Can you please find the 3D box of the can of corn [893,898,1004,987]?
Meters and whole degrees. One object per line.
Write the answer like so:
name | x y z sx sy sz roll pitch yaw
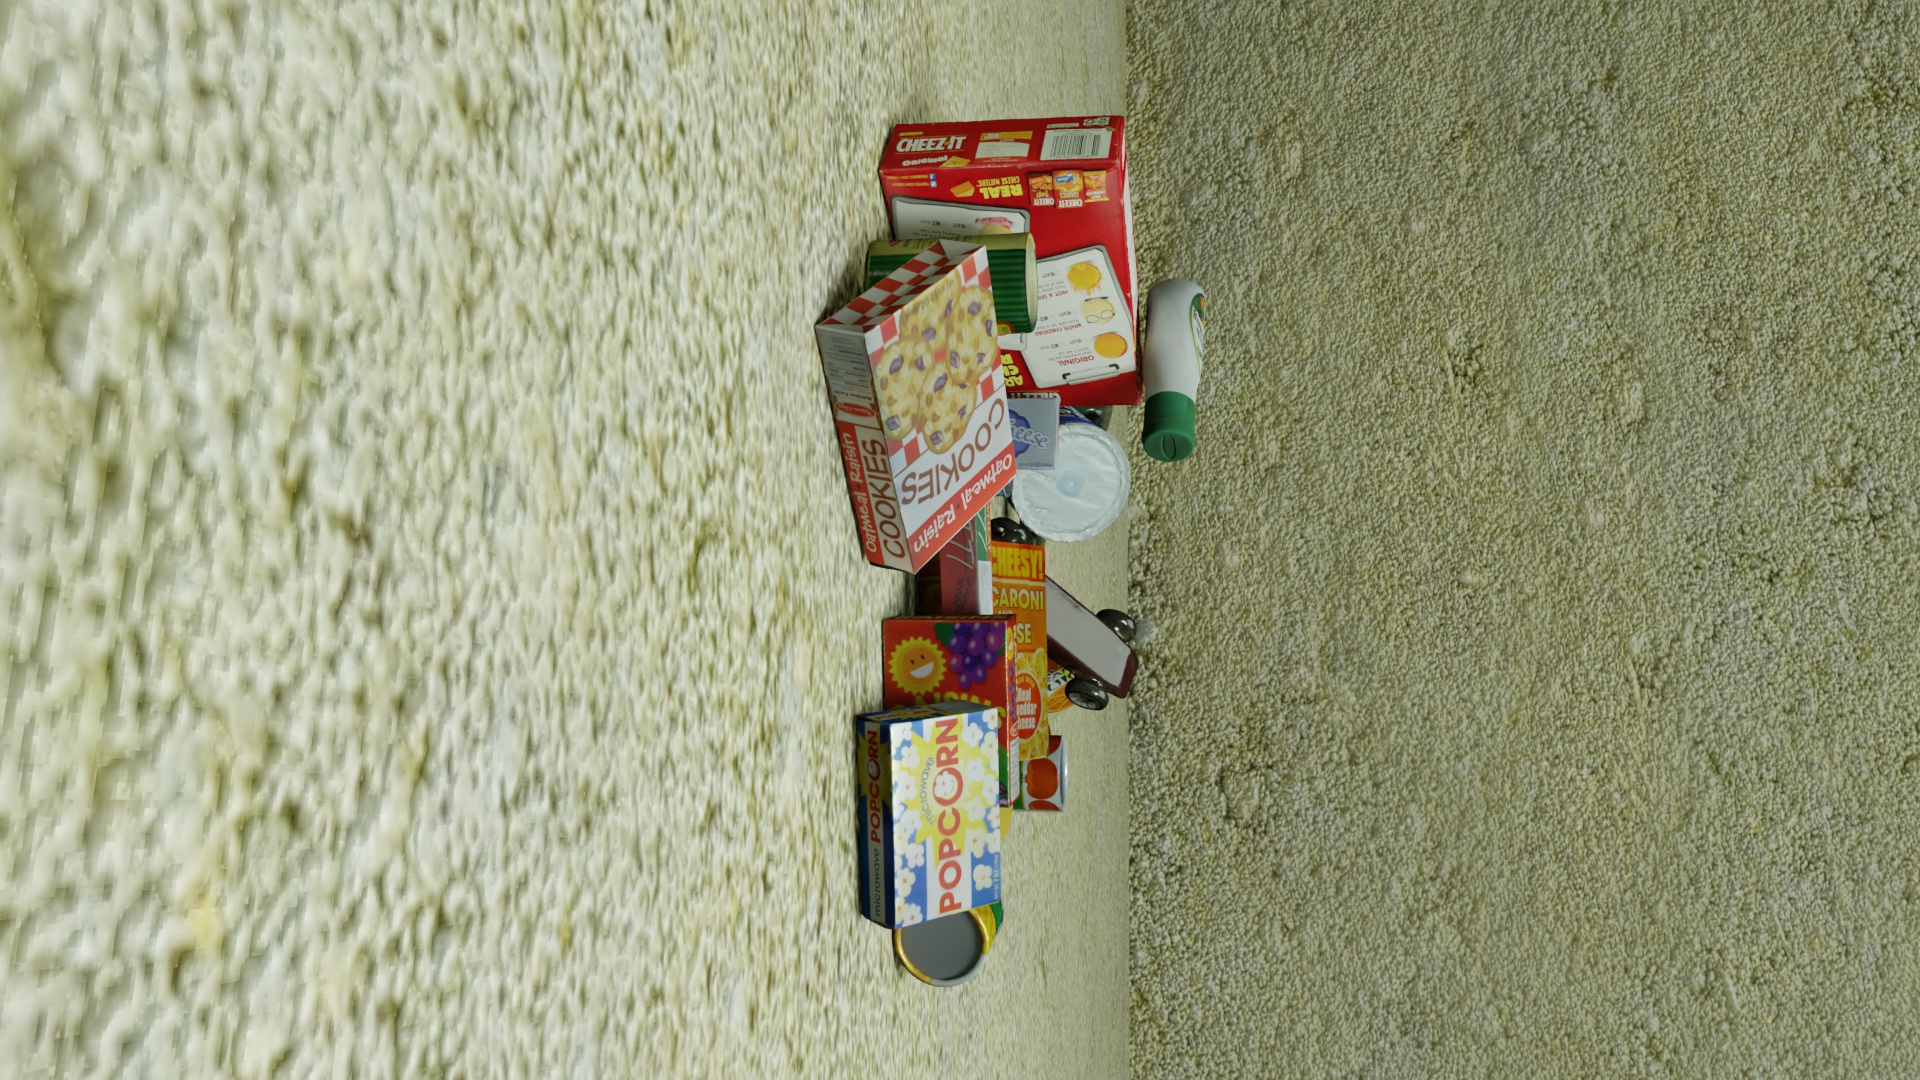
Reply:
can of corn | -0.009 0.260 0.946 0.058 0.071 0.071 -30 119 -77

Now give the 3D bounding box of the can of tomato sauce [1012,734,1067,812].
can of tomato sauce | 0.047 0.197 1.187 0.071 0.083 0.071 -3 92 -79

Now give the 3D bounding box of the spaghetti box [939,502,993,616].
spaghetti box | 0.003 -0.012 0.973 0.050 0.029 0.250 13 74 -77

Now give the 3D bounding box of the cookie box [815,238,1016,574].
cookie box | -0.022 -0.081 0.852 0.123 0.040 0.166 -44 137 -40

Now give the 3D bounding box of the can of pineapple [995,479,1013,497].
can of pineapple | 0.008 -0.067 1.079 0.071 0.058 0.071 -3 92 -79

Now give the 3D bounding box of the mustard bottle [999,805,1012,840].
mustard bottle | -0.012 0.199 0.952 0.160 0.065 0.048 -21 115 -68

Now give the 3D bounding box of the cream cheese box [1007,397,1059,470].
cream cheese box | 0.021 -0.078 1.029 0.024 0.104 0.053 15 75 -83

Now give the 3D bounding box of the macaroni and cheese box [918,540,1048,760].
macaroni and cheese box | 0.018 0.085 1.056 0.124 0.040 0.166 7 81 -54

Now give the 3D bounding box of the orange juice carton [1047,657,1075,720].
orange juice carton | 0.078 0.099 1.301 0.072 0.073 0.192 59 1 26

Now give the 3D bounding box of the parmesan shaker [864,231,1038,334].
parmesan shaker | -0.004 -0.165 0.907 0.071 0.103 0.071 -3 92 -79

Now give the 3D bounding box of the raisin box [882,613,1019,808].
raisin box | -0.005 0.112 0.922 0.040 0.086 0.123 -7 96 -77

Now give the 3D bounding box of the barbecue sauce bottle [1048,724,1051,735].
barbecue sauce bottle | 0.057 0.206 1.342 0.148 0.044 0.065 -9 99 -78

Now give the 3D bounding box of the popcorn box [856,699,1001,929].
popcorn box | -0.019 0.167 0.860 0.085 0.038 0.126 -3 92 -38

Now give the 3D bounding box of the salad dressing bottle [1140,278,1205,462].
salad dressing bottle | 0.155 -0.125 1.016 0.064 0.044 0.148 71 23 -52
